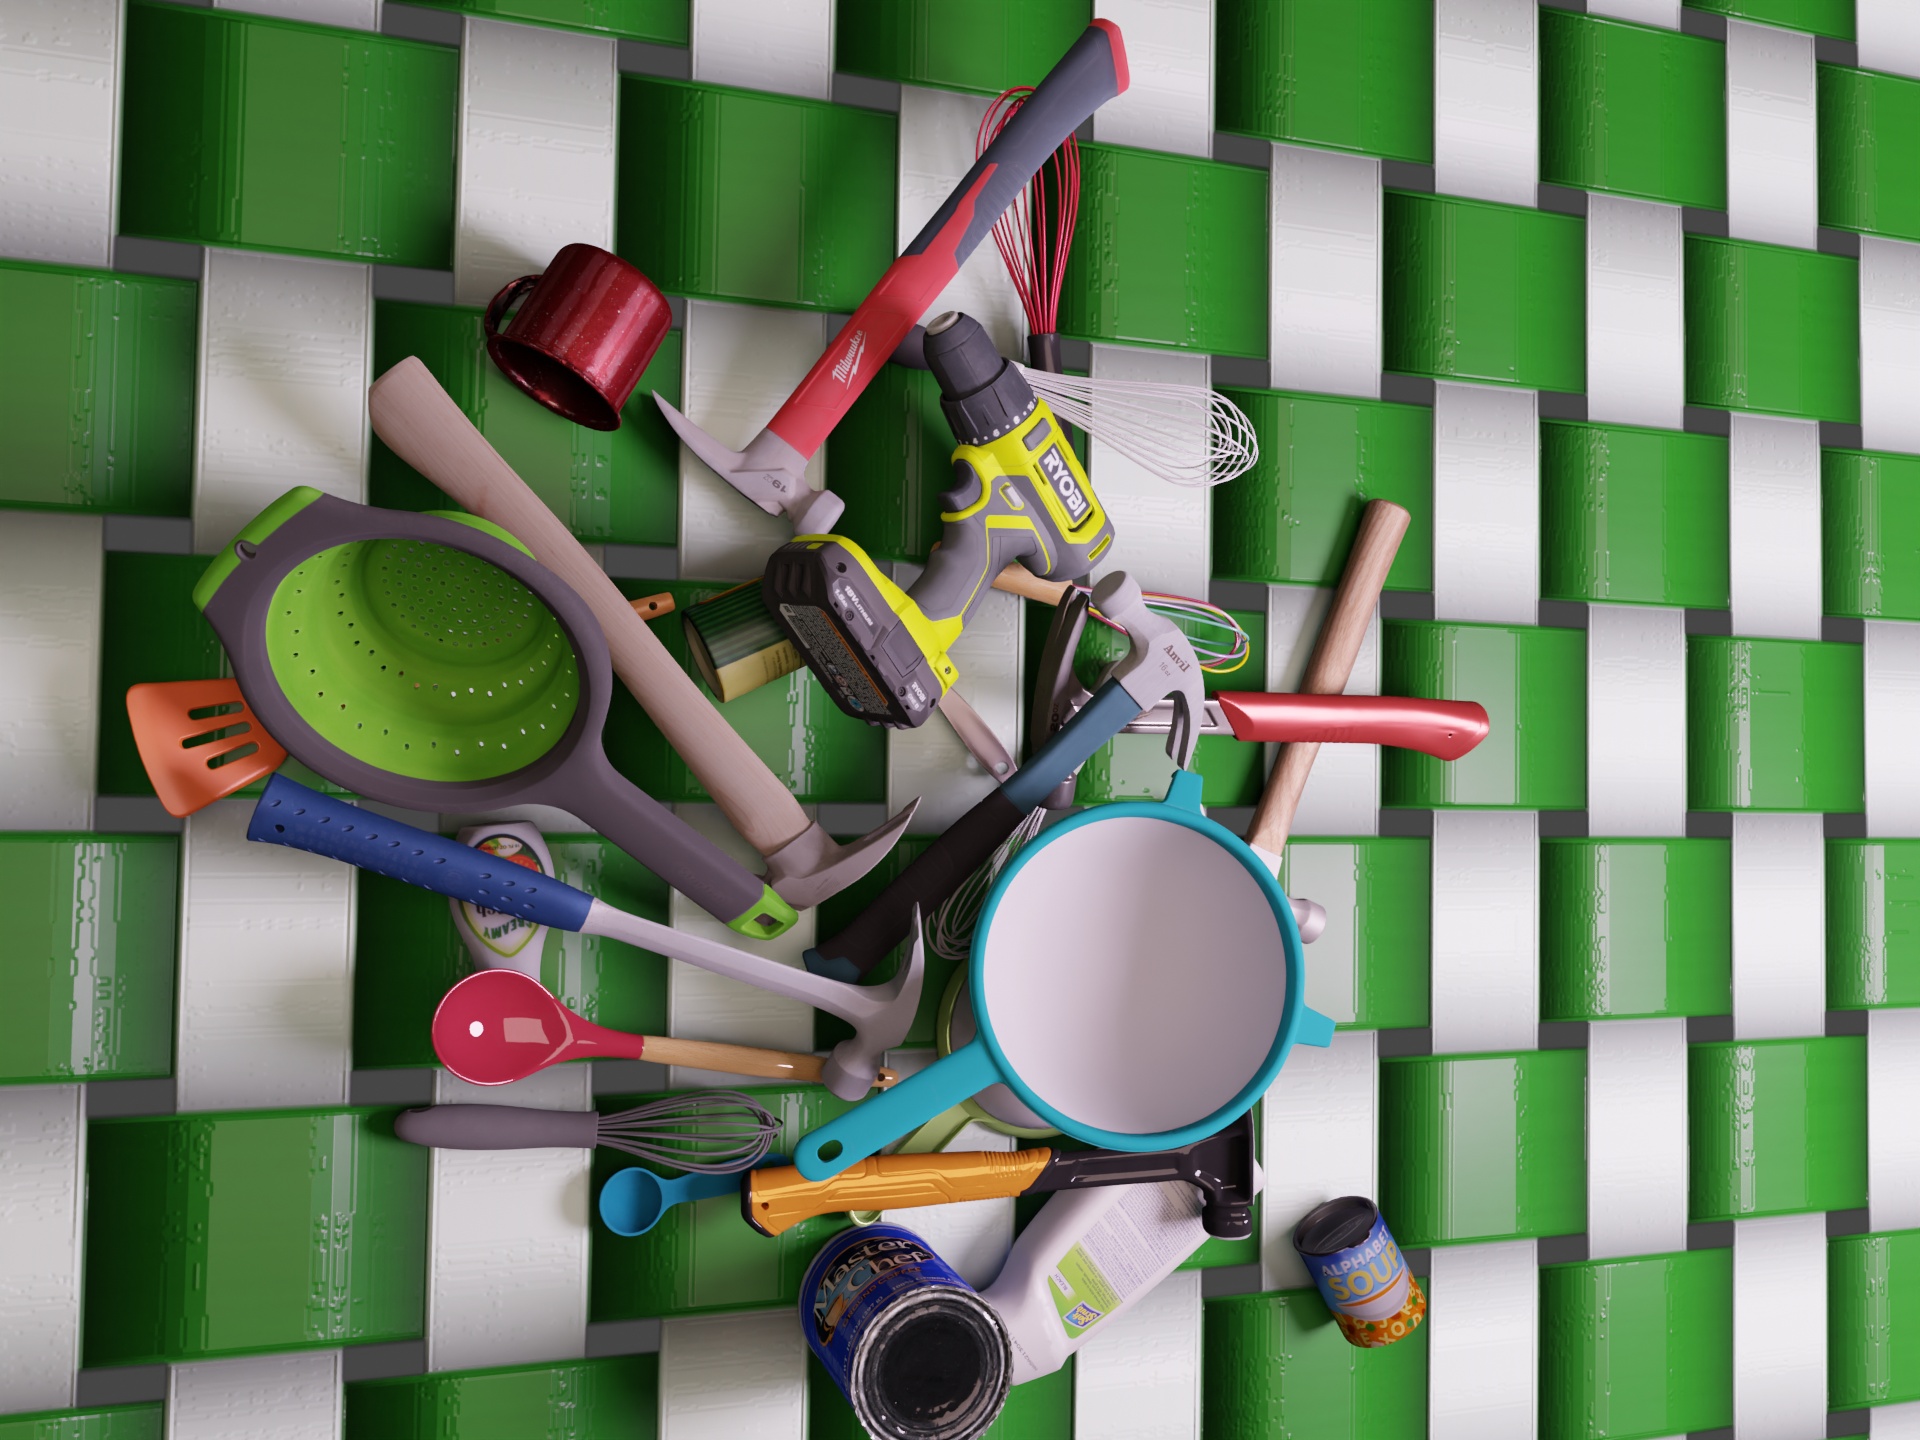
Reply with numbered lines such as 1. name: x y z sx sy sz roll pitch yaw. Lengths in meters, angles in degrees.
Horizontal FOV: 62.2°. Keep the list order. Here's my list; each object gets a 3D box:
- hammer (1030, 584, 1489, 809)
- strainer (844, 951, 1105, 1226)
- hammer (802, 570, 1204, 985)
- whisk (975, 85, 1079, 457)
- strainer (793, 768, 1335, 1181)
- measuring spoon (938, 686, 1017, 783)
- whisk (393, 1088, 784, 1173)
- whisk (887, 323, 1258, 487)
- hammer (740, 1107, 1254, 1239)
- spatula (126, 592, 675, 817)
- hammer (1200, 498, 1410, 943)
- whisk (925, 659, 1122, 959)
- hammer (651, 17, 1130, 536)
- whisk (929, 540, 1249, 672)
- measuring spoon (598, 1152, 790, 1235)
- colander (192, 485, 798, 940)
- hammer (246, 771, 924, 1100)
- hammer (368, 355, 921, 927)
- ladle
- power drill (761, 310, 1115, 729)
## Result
1. hammer: 0.218 -0.011 1.105 0.359 0.037 0.149 1 110 -23
2. strainer: 0.026 0.248 1.069 0.256 0.069 0.151 -42 101 -16
3. hammer: 0.023 0.060 1.020 0.331 0.033 0.128 -44 115 3
4. whisk: 0.055 -0.287 1.103 0.073 0.073 0.296 -8 97 -18
5. strainer: 0.047 0.189 0.995 0.340 0.095 0.211 -28 87 -11
6. measuring spoon: -0.002 -0.003 1.093 0.034 0.018 0.124 -40 99 -9
7. whisk: -0.230 0.255 0.999 0.239 0.055 0.055 5 87 -13
8. whisk: 0.062 -0.219 1.067 0.284 0.070 0.070 19 82 7
9. hammer: 0.026 0.287 1.031 0.337 0.034 0.127 -3 97 -8
10. spatula: -0.329 -0.028 0.975 0.322 0.041 0.081 -19 94 -19
11. hammer: 0.260 -0.012 1.174 0.130 0.031 0.331 25 81 -16
12. whisk: 0.052 0.059 1.099 0.246 0.059 0.057 -57 141 -16
13. hammer: -0.033 -0.307 1.034 0.143 0.038 0.386 38 89 -3
14. whisk: 0.095 -0.081 1.117 0.245 0.051 0.047 15 89 -14
15. measuring spoon: -0.173 0.301 1.033 0.128 0.021 0.042 -6 83 -27
16. colander: -0.243 -0.004 0.944 0.204 0.095 0.396 -35 121 23
17. hammer: -0.210 0.114 0.947 0.405 0.035 0.144 22 118 -16
18. hammer: -0.198 -0.053 0.969 0.146 0.038 0.410 -33 104 25
19. ladle: -0.177 0.207 1.000 0.315 0.031 0.069 15 81 -29
20. power drill: -0.014 -0.125 1.000 0.228 0.080 0.190 -49 122 -26
